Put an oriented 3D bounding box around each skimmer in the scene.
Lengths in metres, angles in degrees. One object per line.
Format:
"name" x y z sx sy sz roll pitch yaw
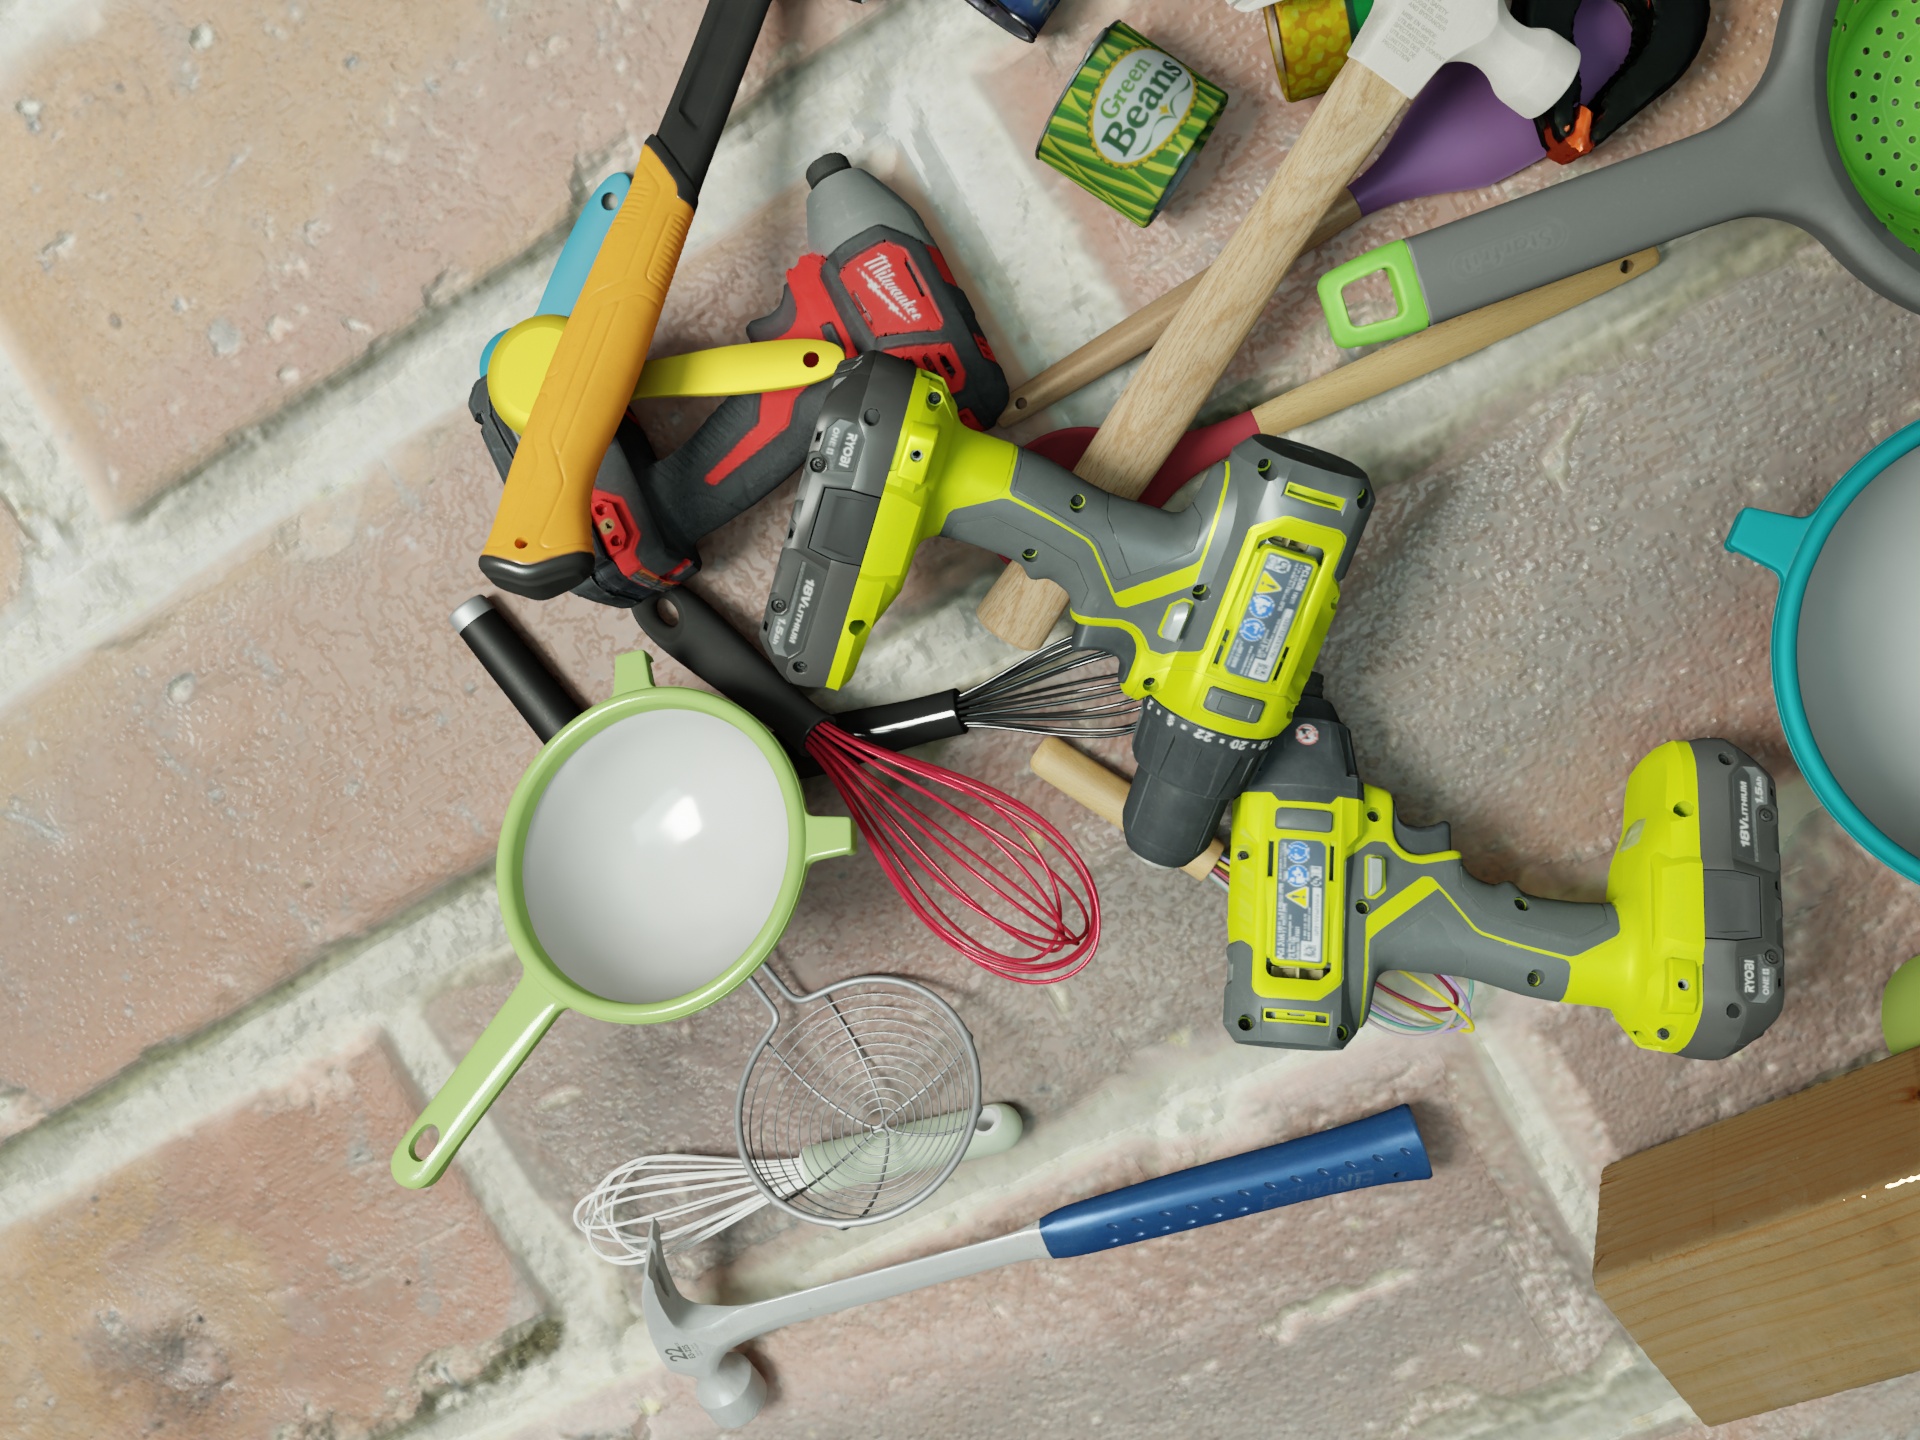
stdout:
"skimmer" -0.131 0.083 0.777 0.127 0.090 0.363 -38 92 -9

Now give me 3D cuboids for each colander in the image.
"colander" 0.336 -0.229 0.635 0.397 0.094 0.204 -18 99 10

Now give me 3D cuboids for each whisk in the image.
"whisk" -0.052 0.018 0.733 0.296 0.073 0.073 38 106 23
"whisk" -0.086 0.237 0.830 0.246 0.058 0.059 -15 134 8
"whisk" -0.001 -0.001 0.763 0.239 0.055 0.055 -13 100 16
"whisk" 0.141 0.078 0.760 0.245 0.047 0.051 33 106 4

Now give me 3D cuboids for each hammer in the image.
"hammer" 0.104 -0.168 0.672 0.130 0.031 0.331 27 113 -18
"hammer" -0.137 -0.210 0.667 0.127 0.034 0.337 16 76 1
"hammer" 0.032 0.261 0.801 0.405 0.035 0.143 -18 124 8

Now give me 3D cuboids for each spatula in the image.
"spatula" 0.150 -0.218 0.706 0.316 0.018 0.060 -30 94 11

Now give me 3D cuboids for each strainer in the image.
"strainer" -0.161 0.107 0.724 0.152 0.069 0.256 37 89 22
"strainer" 0.459 0.033 0.658 0.211 0.095 0.340 -21 87 8

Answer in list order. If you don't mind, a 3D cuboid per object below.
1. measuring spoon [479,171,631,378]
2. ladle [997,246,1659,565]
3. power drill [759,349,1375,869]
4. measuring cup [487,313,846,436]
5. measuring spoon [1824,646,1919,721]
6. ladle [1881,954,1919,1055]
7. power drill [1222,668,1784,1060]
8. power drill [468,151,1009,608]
"measuring spoon" -0.193 -0.205 0.760 0.042 0.021 0.128 33 106 0
"ladle" 0.158 -0.145 0.718 0.315 0.031 0.069 -22 107 10
"power drill" 0.038 -0.045 0.668 0.228 0.080 0.190 16 111 -6
"measuring cup" -0.127 -0.150 0.678 0.156 0.029 0.062 -4 86 9
"measuring spoon" 0.425 -0.010 0.716 0.117 0.011 0.021 20 91 7
"ladle" 0.564 0.073 0.702 0.320 0.062 0.078 -32 94 7
"power drill" 0.232 0.065 0.705 0.223 0.080 0.171 4 76 6
"power drill" -0.101 -0.155 0.726 0.219 0.078 0.143 -27 83 9
